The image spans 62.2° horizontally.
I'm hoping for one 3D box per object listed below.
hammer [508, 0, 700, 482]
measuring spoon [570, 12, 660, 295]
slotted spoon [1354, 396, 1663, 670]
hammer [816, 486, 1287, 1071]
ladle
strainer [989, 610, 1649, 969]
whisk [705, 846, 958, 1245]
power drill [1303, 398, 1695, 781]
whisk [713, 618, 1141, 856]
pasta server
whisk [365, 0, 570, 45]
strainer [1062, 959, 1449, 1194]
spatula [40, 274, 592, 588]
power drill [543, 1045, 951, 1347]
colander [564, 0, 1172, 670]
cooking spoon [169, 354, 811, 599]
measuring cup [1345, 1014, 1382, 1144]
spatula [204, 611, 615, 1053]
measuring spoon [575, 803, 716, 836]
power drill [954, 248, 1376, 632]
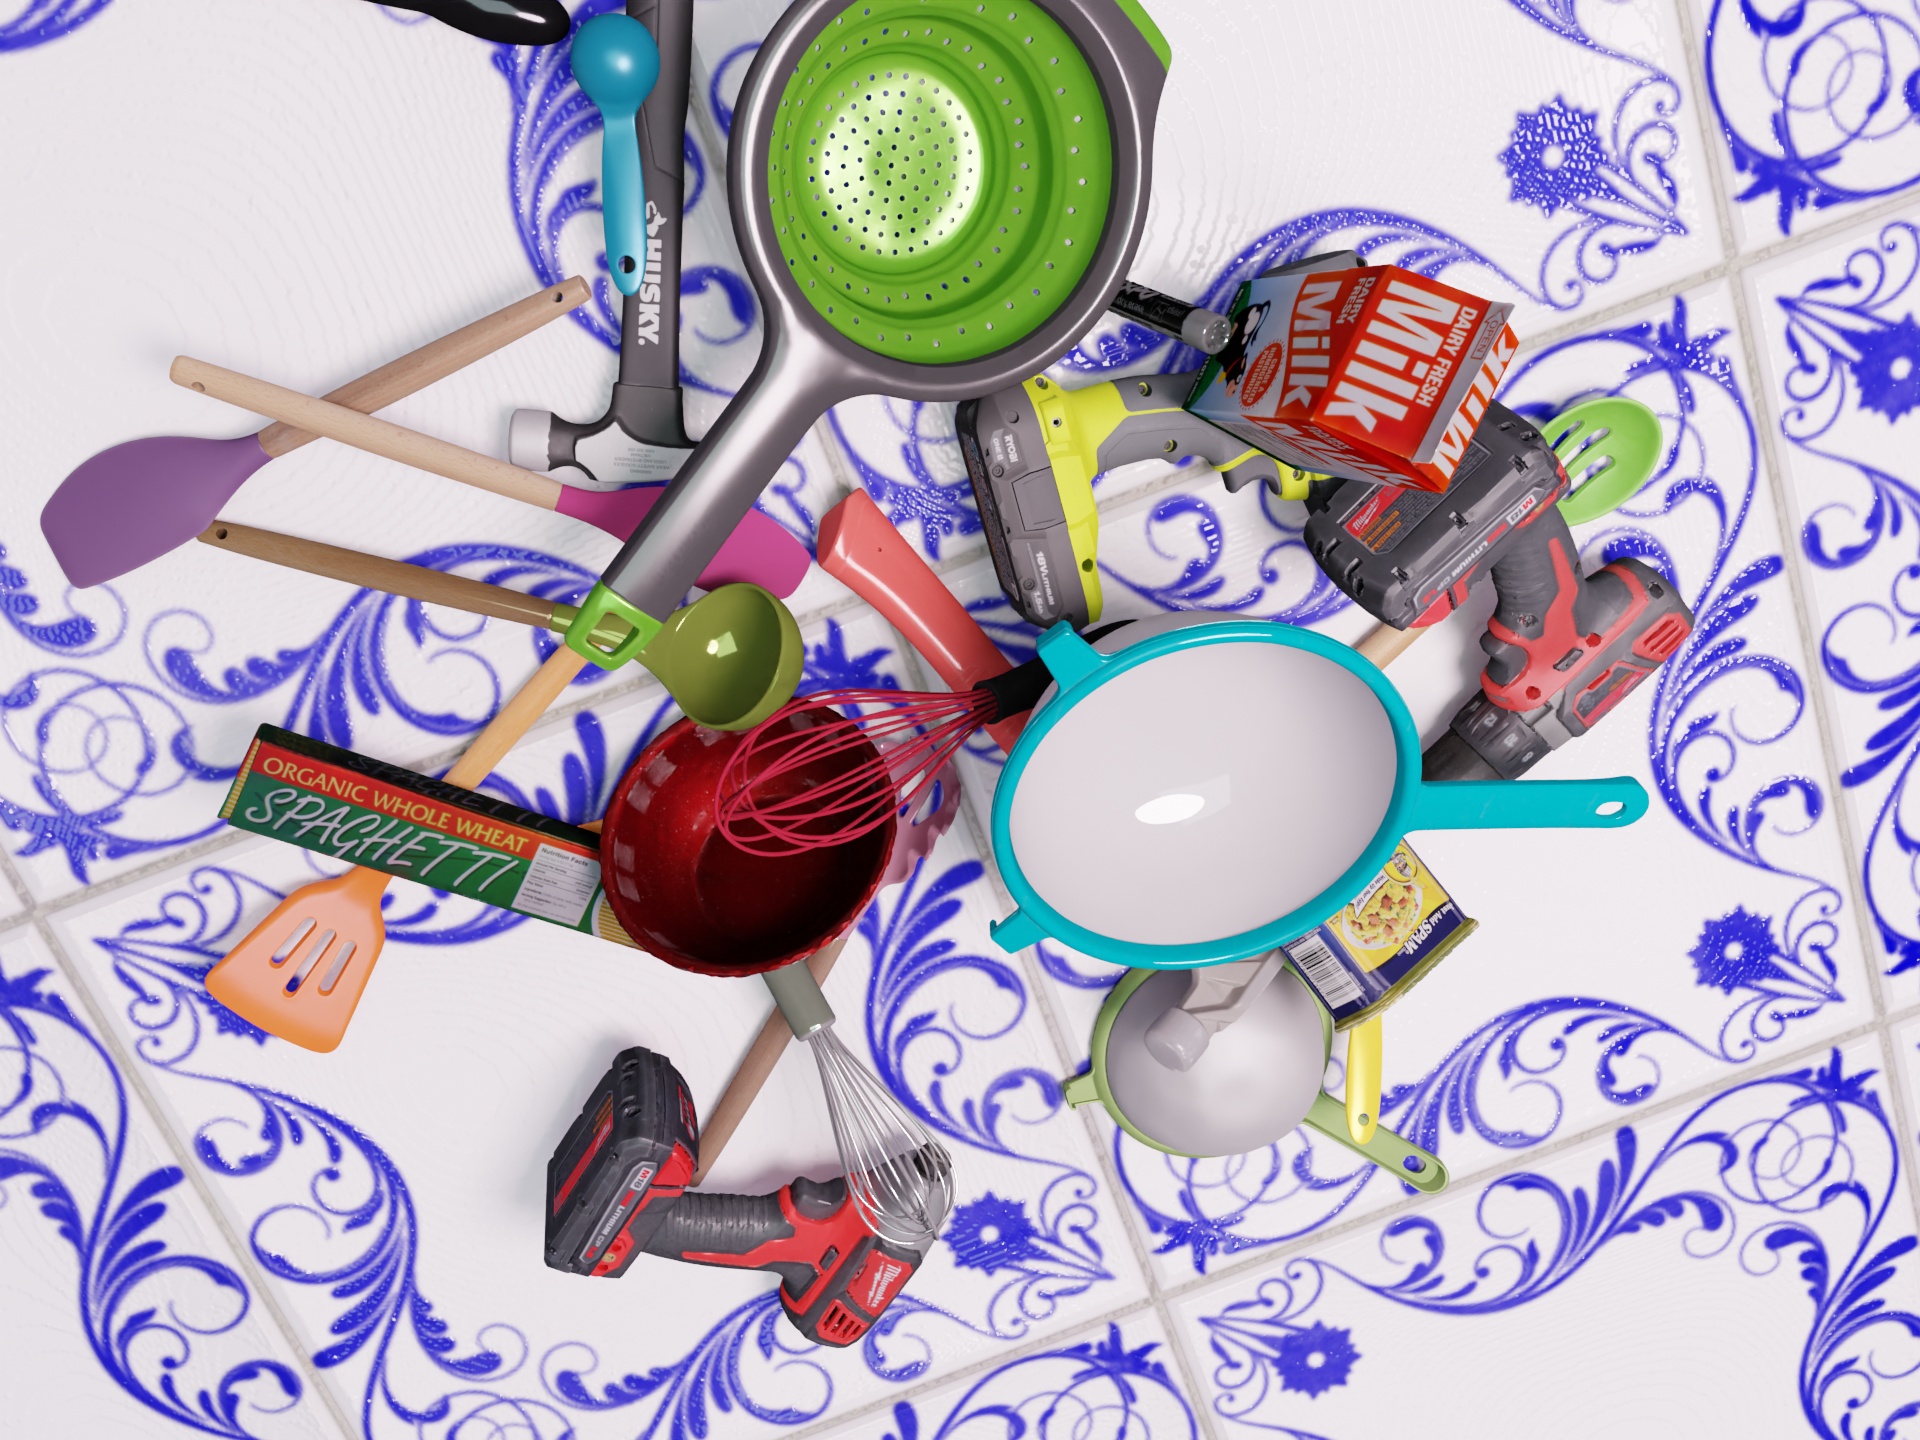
[{"bbox_3d":[-0.144,-0.284,0.783,0.146,0.035,0.334,3,106,-7],"label":"hammer"},{"bbox_3d":[-0.162,-0.268,0.755,0.042,0.021,0.128,-2,105,-4],"label":"measuring spoon"},{"bbox_3d":[0.261,-0.064,0.898,0.313,0.031,0.070,-43,113,9],"label":"slotted spoon"},{"bbox_3d":[0.055,0.015,0.876,0.359,0.037,0.149,50,60,-9],"label":"hammer"},{"bbox_3d":[-0.236,-0.062,0.813,0.320,0.062,0.078,14,83,-2],"label":"ladle"},{"bbox_3d":[0.177,0.020,0.812,0.340,0.095,0.210,0,125,-10],"label":"strainer"},{"bbox_3d":[-0.075,0.178,0.881,0.058,0.059,0.246,-28,81,-15],"label":"whisk"},{"bbox_3d":[0.276,-0.047,0.851,0.188,0.080,0.226,-45,130,11],"label":"power drill"},{"bbox_3d":[-0.001,-0.003,0.797,0.296,0.073,0.073,-22,112,-37],"label":"whisk"},{"bbox_3d":[-0.087,0.145,0.915,0.060,0.040,0.316,34,103,14],"label":"pasta server"},{"bbox_3d":[-0.324,-0.356,0.732,0.284,0.070,0.070,8,106,-14],"label":"whisk"},{"bbox_3d":[0.200,0.234,0.956,0.256,0.069,0.151,31,101,-12],"label":"strainer"},{"bbox_3d":[-0.325,-0.151,0.794,0.316,0.018,0.059,-23,97,9],"label":"spatula"},{"bbox_3d":[-0.115,0.276,0.916,0.219,0.079,0.143,26,110,-24],"label":"power drill"},{"bbox_3d":[-0.069,-0.198,0.768,0.204,0.095,0.397,35,96,-30],"label":"colander"},{"bbox_3d":[-0.228,-0.120,0.800,0.318,0.017,0.068,18,137,-19],"label":"cooking spoon"},{"bbox_3d":[0.244,0.170,0.933,0.062,0.029,0.156,7,81,-8],"label":"measuring cup"},{"bbox_3d":[-0.275,0.042,0.861,0.081,0.041,0.322,40,97,-26],"label":"spatula"},{"bbox_3d":[-0.194,0.065,0.892,0.117,0.011,0.021,-10,107,-4],"label":"measuring spoon"},{"bbox_3d":[0.123,-0.133,0.837,0.223,0.080,0.171,-18,107,-4],"label":"power drill"}]
